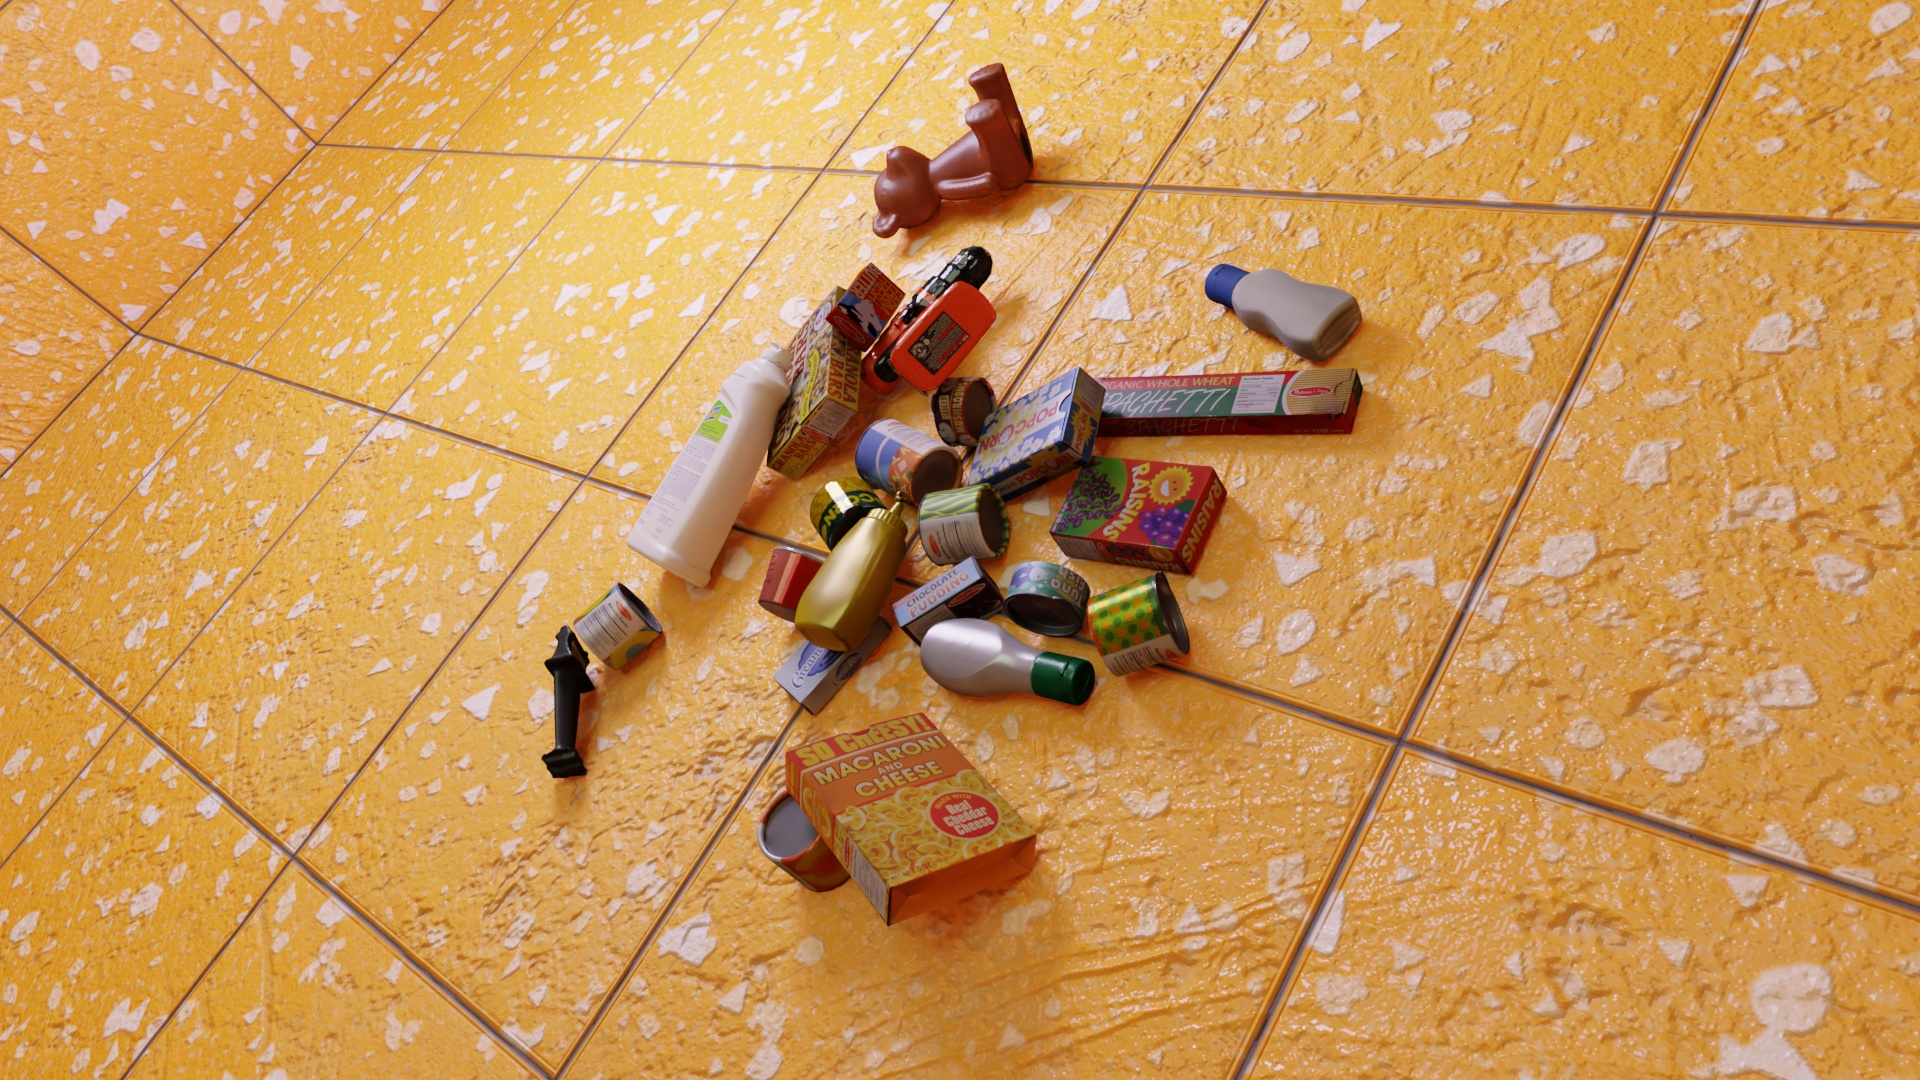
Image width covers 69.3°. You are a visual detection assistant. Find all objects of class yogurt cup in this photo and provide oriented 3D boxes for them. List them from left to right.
[{"bbox_3d":[-0.150,0.043,1.271,0.072,0.072,0.054,8,68,38],"label":"yogurt cup"}]

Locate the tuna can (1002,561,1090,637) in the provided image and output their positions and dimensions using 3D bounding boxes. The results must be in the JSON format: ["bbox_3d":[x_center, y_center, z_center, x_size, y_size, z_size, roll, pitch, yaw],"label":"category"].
[{"bbox_3d":[0.071,0.047,1.118,0.071,0.071,0.033,-2,54,32],"label":"tuna can"}]

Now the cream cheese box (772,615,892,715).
[{"bbox_3d":[-0.113,0.100,1.226,0.104,0.024,0.053,-48,43,-10],"label":"cream cheese box"}]

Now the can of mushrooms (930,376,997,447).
[{"bbox_3d":[0.004,-0.121,1.301,0.033,0.071,0.071,1,56,32],"label":"can of mushrooms"}]

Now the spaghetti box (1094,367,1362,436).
[{"bbox_3d":[0.216,-0.117,1.189,0.250,0.028,0.050,2,56,34],"label":"spaghetti box"}]

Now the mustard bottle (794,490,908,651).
[{"bbox_3d":[-0.084,0.022,1.220,0.065,0.048,0.161,9,57,36],"label":"mustard bottle"}]

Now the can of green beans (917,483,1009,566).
[{"bbox_3d":[0.004,-0.014,1.215,0.058,0.071,0.071,-9,50,27],"label":"can of green beans"}]

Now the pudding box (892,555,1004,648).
[{"bbox_3d":[-0.009,0.055,1.177,0.083,0.049,0.030,-31,45,8],"label":"pudding box"}]

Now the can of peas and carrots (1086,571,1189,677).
[{"bbox_3d":[0.135,0.063,1.064,0.058,0.070,0.071,-22,46,18],"label":"can of peas and carrots"}]

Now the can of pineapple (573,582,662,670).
[{"bbox_3d":[-0.334,0.084,1.356,0.058,0.070,0.071,-41,43,-2],"label":"can of pineapple"}]

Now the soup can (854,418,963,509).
[{"bbox_3d":[-0.049,-0.068,1.297,0.071,0.071,0.084,-50,45,-12],"label":"soup can"}]

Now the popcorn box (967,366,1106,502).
[{"bbox_3d":[0.066,-0.090,1.229,0.126,0.038,0.085,-25,40,45],"label":"popcorn box"}]

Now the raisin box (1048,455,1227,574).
[{"bbox_3d":[0.147,-0.022,1.148,0.123,0.040,0.086,8,59,39],"label":"raisin box"}]

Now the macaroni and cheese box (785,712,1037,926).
[{"bbox_3d":[-0.040,0.200,1.037,0.124,0.040,0.167,-13,34,-30],"label":"macaroni and cheese box"}]

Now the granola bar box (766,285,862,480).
[{"bbox_3d":[-0.148,-0.163,1.421,0.123,0.039,0.166,-43,34,39],"label":"granola bar box"}]

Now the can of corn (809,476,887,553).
[{"bbox_3d":[-0.101,-0.020,1.284,0.071,0.071,0.058,-39,42,0],"label":"can of corn"}]

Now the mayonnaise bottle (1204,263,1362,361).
[{"bbox_3d":[0.277,-0.206,1.217,0.065,0.041,0.148,-44,42,-8],"label":"mayonnaise bottle"}]

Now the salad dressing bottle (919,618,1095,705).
[{"bbox_3d":[0.037,0.100,1.115,0.147,0.044,0.064,10,60,37],"label":"salad dressing bottle"}]

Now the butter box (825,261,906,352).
[{"bbox_3d":[-0.095,-0.238,1.413,0.024,0.053,0.104,-39,17,38],"label":"butter box"}]

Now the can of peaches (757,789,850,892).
[{"bbox_3d":[-0.116,0.232,1.093,0.071,0.058,0.071,-18,47,21],"label":"can of peaches"}]
